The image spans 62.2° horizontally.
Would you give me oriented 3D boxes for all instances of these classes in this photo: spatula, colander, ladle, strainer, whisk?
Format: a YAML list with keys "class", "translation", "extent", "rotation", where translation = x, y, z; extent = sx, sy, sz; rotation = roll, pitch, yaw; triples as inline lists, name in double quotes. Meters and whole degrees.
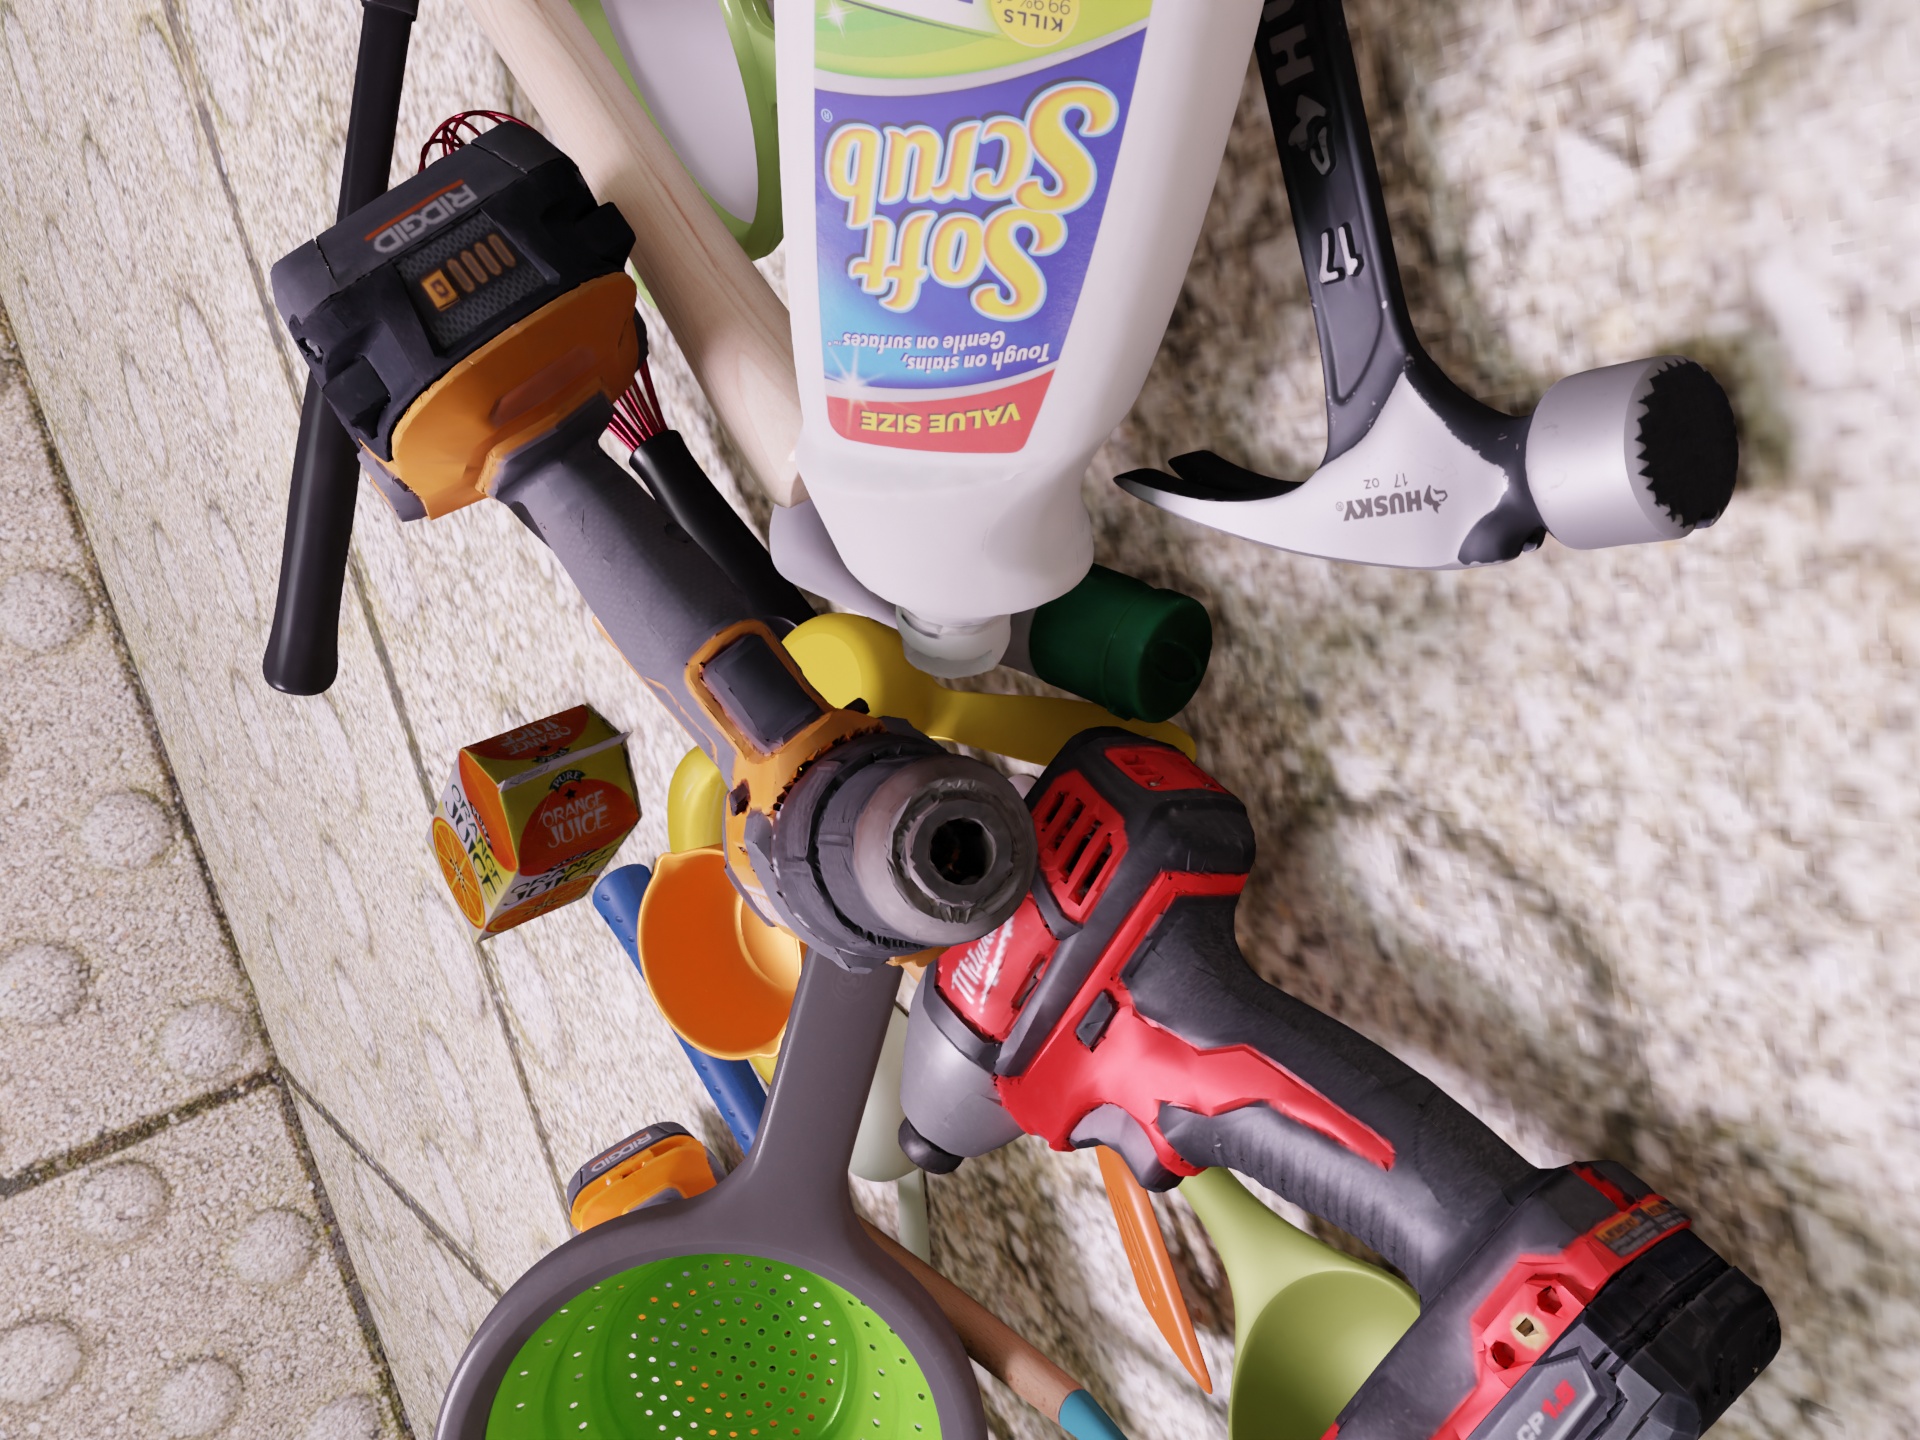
- class: "spatula"
  translation: [-0.017, 0.087, 0.536]
  extent: [0.322, 0.041, 0.081]
  rotation: [48, 173, -1]
- class: "colander"
  translation: [-0.071, 0.195, 0.617]
  extent: [0.094, 0.204, 0.397]
  rotation: [-118, 44, -83]
- class: "ladle"
  translation: [0.038, 0.103, 0.491]
  extent: [0.078, 0.062, 0.320]
  rotation: [-46, 68, 20]
- class: "strainer"
  translation: [-0.074, -0.204, 0.504]
  extent: [0.151, 0.069, 0.256]
  rotation: [59, 165, 4]
- class: "whisk"
  translation: [-0.130, -0.122, 0.625]
  extent: [0.296, 0.073, 0.073]
  rotation: [56, 146, 9]
- class: "spatula"
  translation: [0.034, 0.242, 0.601]
  extent: [0.318, 0.044, 0.082]
  rotation: [18, 125, 49]

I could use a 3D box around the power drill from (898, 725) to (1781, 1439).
- class: "power drill"
  translation: [0.072, 0.117, 0.406]
  extent: [0.220, 0.078, 0.143]
  rotation: [44, 112, 33]

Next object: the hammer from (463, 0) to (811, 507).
- class: "hammer"
  translation: [-0.144, -0.235, 0.474]
  extent: [0.411, 0.038, 0.146]
  rotation: [55, 161, 16]

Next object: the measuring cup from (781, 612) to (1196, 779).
- class: "measuring cup"
  translation: [-0.001, -0.002, 0.495]
  extent: [0.157, 0.029, 0.062]
  rotation: [9, 88, 37]

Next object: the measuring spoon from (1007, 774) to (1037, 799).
- class: "measuring spoon"
  translation: [0.017, 0.075, 0.558]
  extent: [0.034, 0.018, 0.124]
  rotation: [34, 132, 42]

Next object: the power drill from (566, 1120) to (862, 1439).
- class: "power drill"
  translation: [-0.119, 0.315, 0.807]
  extent: [0.227, 0.084, 0.164]
  rotation: [21, 136, 62]

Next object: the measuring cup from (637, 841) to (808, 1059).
- class: "measuring cup"
  translation: [-0.057, 0.068, 0.641]
  extent: [0.173, 0.052, 0.095]
  rotation: [-40, 75, 28]

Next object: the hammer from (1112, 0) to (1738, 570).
- class: "hammer"
  translation: [0.046, -0.228, 0.323]
  extent: [0.149, 0.036, 0.409]
  rotation: [0, 108, 57]

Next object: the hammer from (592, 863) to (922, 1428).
- class: "hammer"
  translation: [-0.075, 0.241, 0.767]
  extent: [0.406, 0.035, 0.144]
  rotation: [55, 158, 25]

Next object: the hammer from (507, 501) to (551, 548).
- class: "hammer"
  translation: [-0.211, -0.111, 0.776]
  extent: [0.331, 0.033, 0.128]
  rotation: [35, 136, 41]

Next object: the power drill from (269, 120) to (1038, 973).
- class: "power drill"
  translation: [-0.070, -0.031, 0.402]
  extent: [0.226, 0.084, 0.185]
  rotation: [54, 167, -7]

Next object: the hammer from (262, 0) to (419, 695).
- class: "hammer"
  translation: [-0.254, -0.172, 0.661]
  extent: [0.146, 0.035, 0.334]
  rotation: [-137, 58, -64]

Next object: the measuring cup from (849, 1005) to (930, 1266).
- class: "measuring cup"
  translation: [-0.037, 0.199, 0.694]
  extent: [0.083, 0.038, 0.167]
  rotation: [26, 128, 47]
